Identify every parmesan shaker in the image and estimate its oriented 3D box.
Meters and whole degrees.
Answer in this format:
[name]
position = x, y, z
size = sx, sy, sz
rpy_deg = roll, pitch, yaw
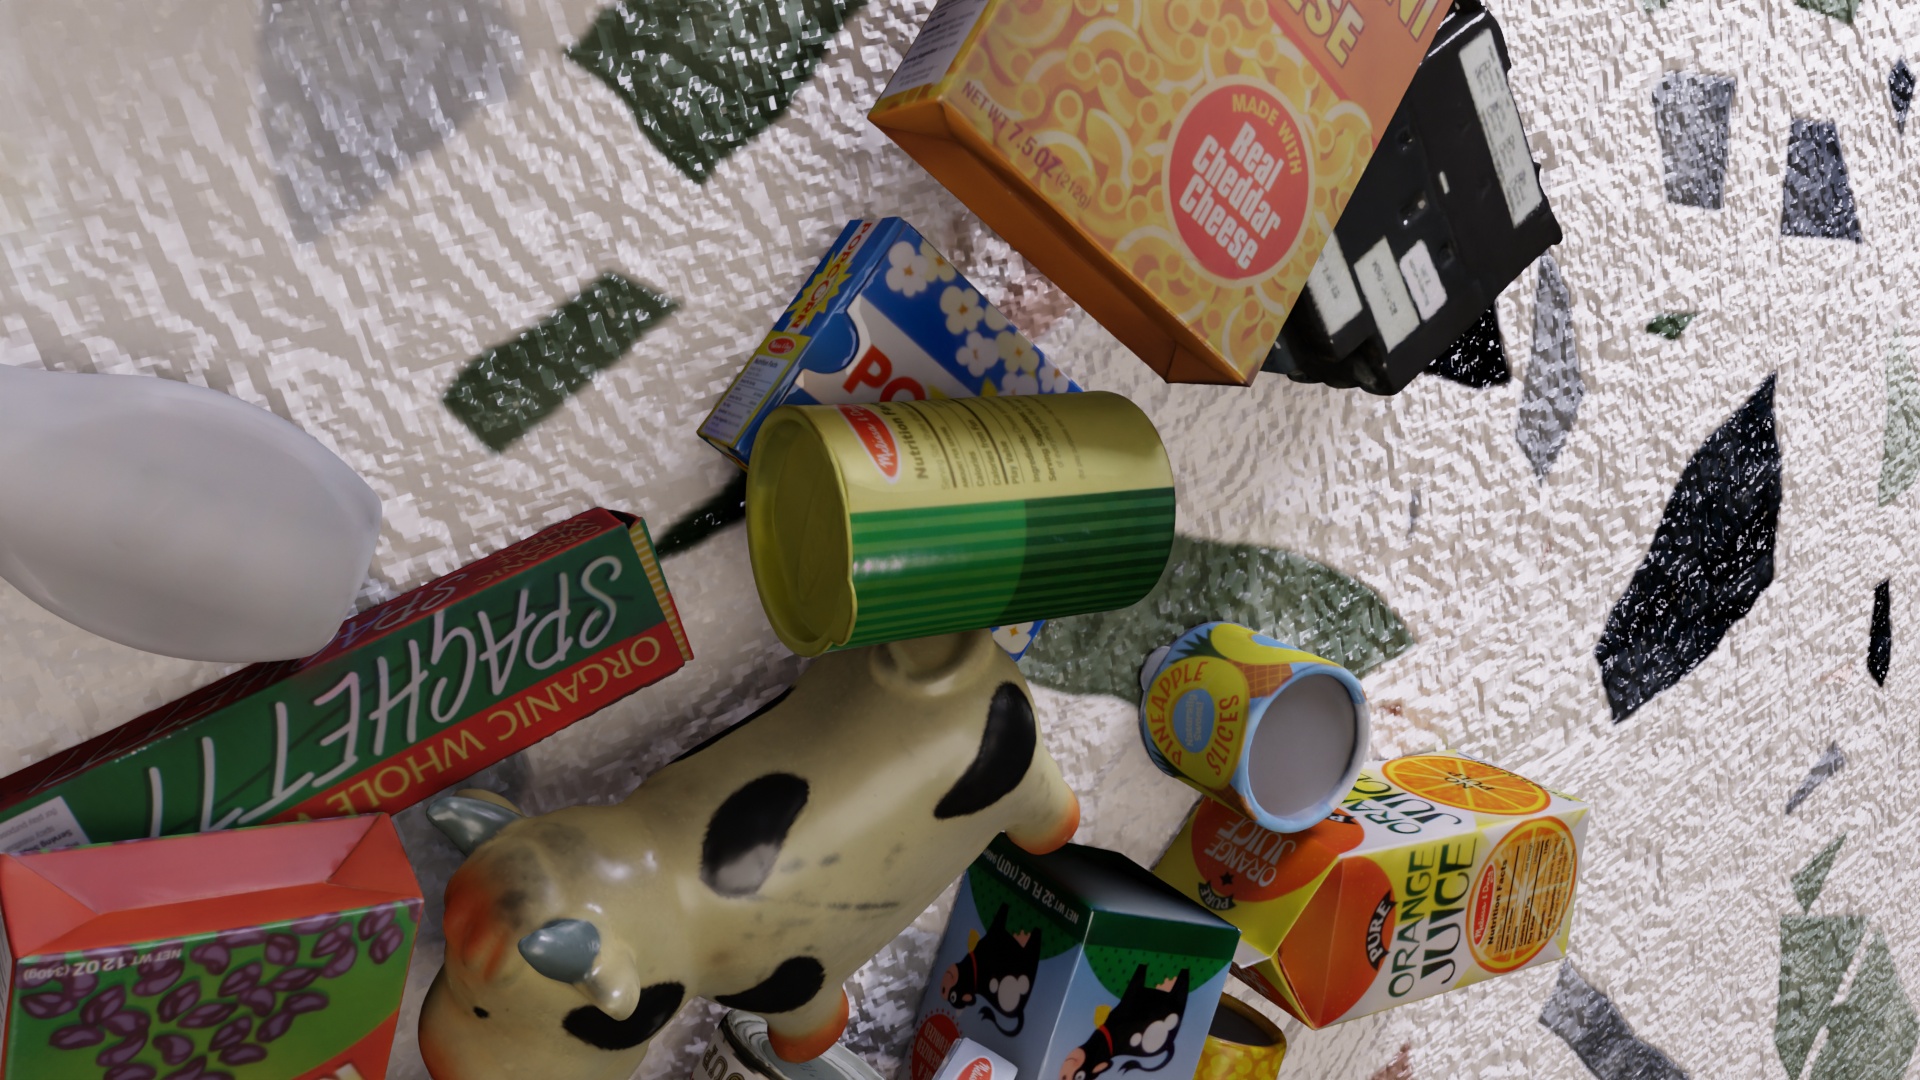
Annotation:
[parmesan shaker]
position = 0.001, -0.005, 0.386
size = 0.103, 0.071, 0.071
rpy_deg = -6, 104, -30

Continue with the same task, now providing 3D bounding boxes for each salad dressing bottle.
[salad dressing bottle]
position = -0.213, -0.017, 0.317
size = 0.147, 0.044, 0.064
rpy_deg = 25, 88, -32

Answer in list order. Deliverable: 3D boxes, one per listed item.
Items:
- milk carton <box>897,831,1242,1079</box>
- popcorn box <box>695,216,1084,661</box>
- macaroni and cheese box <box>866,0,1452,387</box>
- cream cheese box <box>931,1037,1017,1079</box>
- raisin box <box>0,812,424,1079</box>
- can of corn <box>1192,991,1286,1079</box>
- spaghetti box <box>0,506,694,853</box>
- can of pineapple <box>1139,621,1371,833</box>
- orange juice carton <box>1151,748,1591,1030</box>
[milk carton]
position = 0.023, 0.210, 0.495
size = 0.073, 0.072, 0.190
rpy_deg = 17, 92, -33
[popcorn box]
position = -0.007, -0.030, 0.441
size = 0.126, 0.038, 0.085
rpy_deg = 39, 82, -32
[macaroni and cheese box]
position = 0.067, -0.145, 0.380
size = 0.123, 0.040, 0.167
rpy_deg = 36, 78, -31
[cream cheese box]
position = -0.018, 0.214, 0.437
size = 0.103, 0.024, 0.053
rpy_deg = -66, 167, 10
[raisin box]
position = -0.191, 0.131, 0.343
size = 0.086, 0.040, 0.123
rpy_deg = 0, 117, -41
[can of corn]
position = 0.088, 0.209, 0.536
size = 0.071, 0.071, 0.058
rpy_deg = 17, 92, -33
[spaghetti box]
position = -0.190, 0.065, 0.357
size = 0.251, 0.029, 0.050
rpy_deg = -28, 115, -23
[can of pineapple]
position = 0.110, 0.069, 0.523
size = 0.071, 0.058, 0.070
rpy_deg = -8, 106, -29
[orange juice carton]
position = 0.162, 0.139, 0.563
size = 0.193, 0.072, 0.073
rpy_deg = -2, 103, -31
